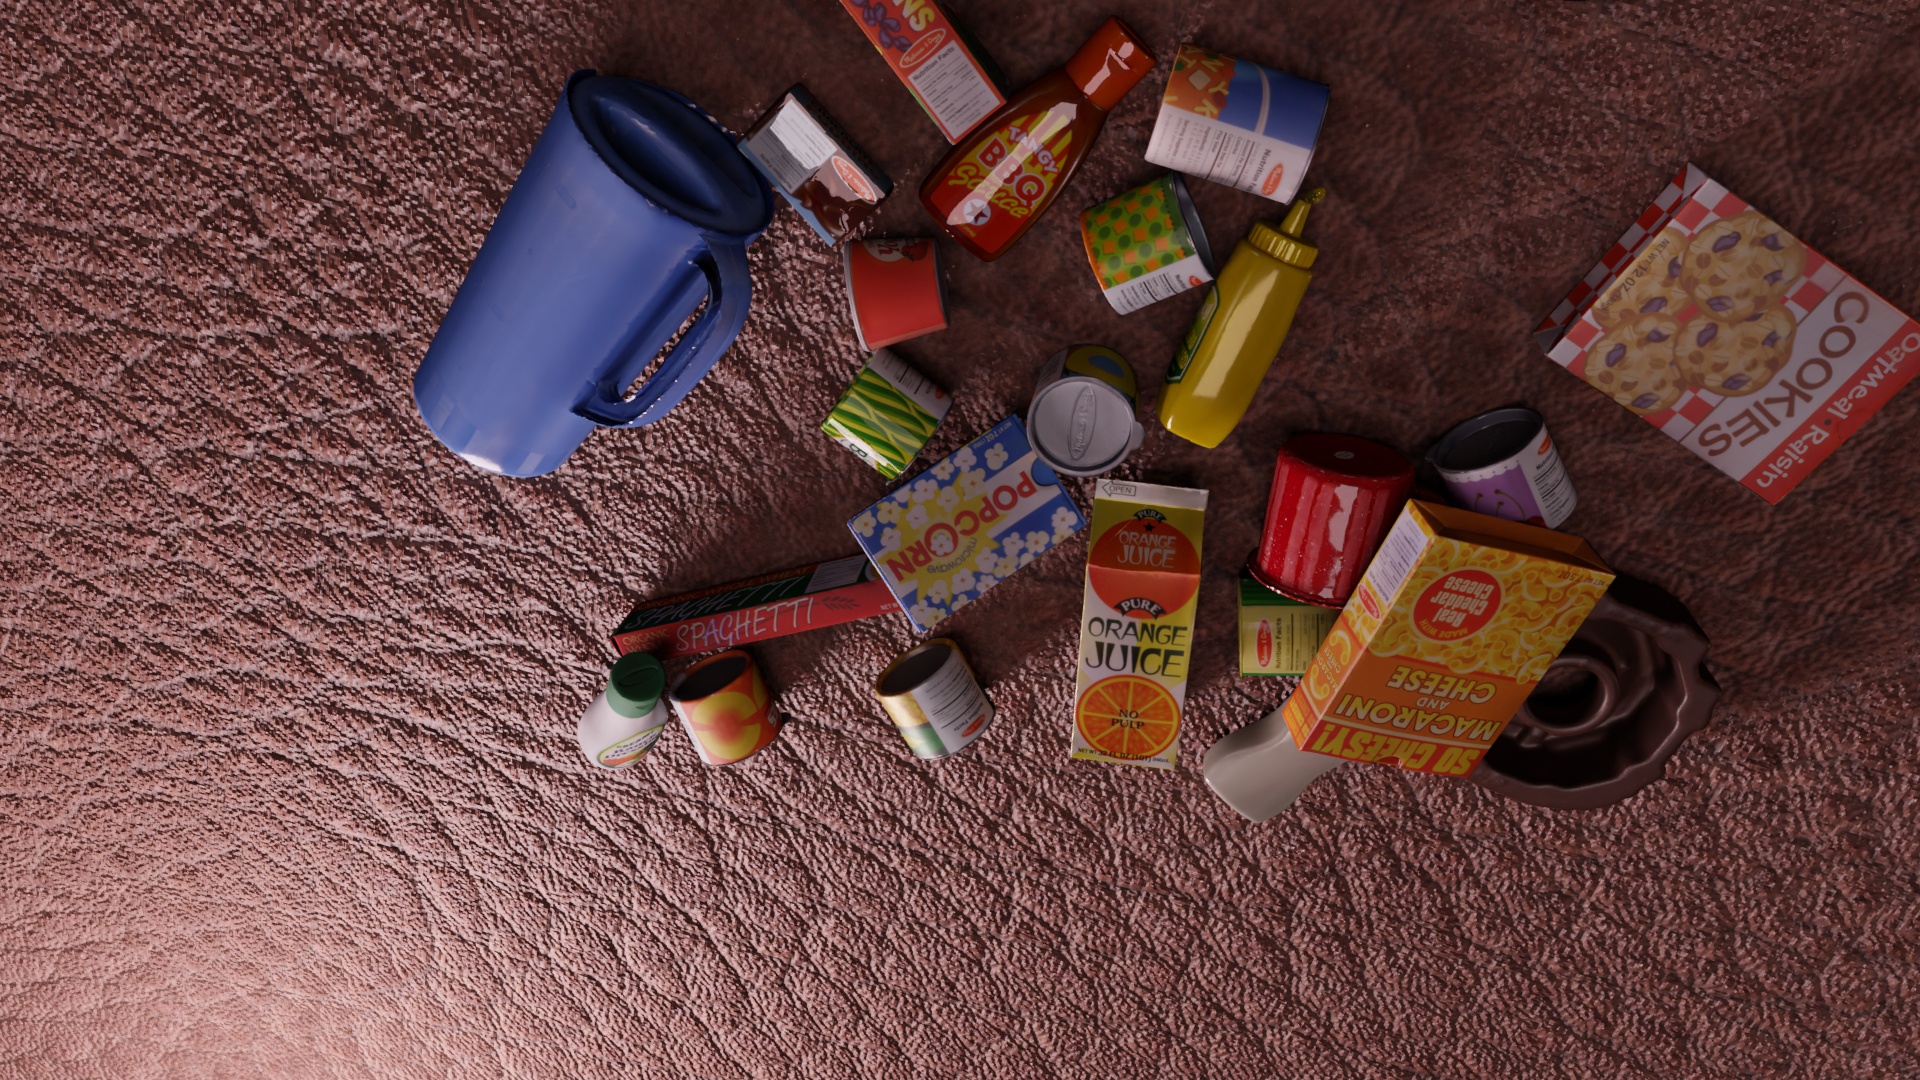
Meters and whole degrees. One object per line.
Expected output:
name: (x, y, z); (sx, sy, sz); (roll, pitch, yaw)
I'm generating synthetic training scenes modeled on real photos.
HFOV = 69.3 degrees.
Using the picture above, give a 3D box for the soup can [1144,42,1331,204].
soup can: (0.151, -0.229, 0.757); (0.084, 0.072, 0.071); (18, 120, 1)

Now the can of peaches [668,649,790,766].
can of peaches: (-0.167, 0.119, 1.001); (0.071, 0.071, 0.058); (-15, 114, 18)

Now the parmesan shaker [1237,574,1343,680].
parmesan shaker: (0.231, 0.057, 0.894); (0.103, 0.072, 0.071); (-1, 118, 10)

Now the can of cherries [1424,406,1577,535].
can of cherries: (0.322, -0.038, 0.829); (0.071, 0.072, 0.058); (-25, 112, 21)

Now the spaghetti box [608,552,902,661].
spaghetti box: (-0.122, 0.042, 0.960); (0.250, 0.050, 0.028); (-13, 114, 17)

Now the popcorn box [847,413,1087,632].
popcorn box: (0.003, -0.011, 0.878); (0.127, 0.038, 0.085); (-33, 92, -1)

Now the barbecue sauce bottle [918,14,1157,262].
barbecue sauce bottle: (0.046, -0.229, 0.787); (0.065, 0.044, 0.148); (40, 117, -16)

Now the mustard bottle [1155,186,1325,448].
mustard bottle: (0.167, -0.134, 0.808); (0.049, 0.065, 0.159); (22, 114, -8)

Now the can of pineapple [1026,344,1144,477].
can of pineapple: (0.078, -0.080, 0.853); (0.071, 0.058, 0.070); (4, 119, 8)

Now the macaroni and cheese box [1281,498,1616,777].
macaroni and cheese box: (0.282, 0.063, 0.817); (0.124, 0.040, 0.165); (11, 123, -17)

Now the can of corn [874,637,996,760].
can of corn: (-0.020, 0.110, 0.970); (0.071, 0.071, 0.058); (-23, 111, 21)

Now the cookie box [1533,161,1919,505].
cookie box: (0.435, -0.112, 0.781); (0.167, 0.040, 0.122); (31, 119, -7)

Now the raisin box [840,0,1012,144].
raisin box: (-0.025, -0.279, 0.748); (0.040, 0.086, 0.123); (-34, 108, 18)

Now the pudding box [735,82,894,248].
pudding box: (-0.086, -0.222, 0.823); (0.049, 0.030, 0.083); (-38, 106, 24)

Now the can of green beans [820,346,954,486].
can of green beans: (-0.046, -0.080, 0.871); (0.058, 0.071, 0.071); (36, 118, -9)

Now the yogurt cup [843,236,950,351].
yogurt cup: (-0.037, -0.151, 0.834); (0.054, 0.073, 0.072); (-8, 116, 6)

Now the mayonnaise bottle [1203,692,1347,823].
mayonnaise bottle: (0.238, 0.132, 0.949); (0.064, 0.041, 0.147); (41, 116, -14)

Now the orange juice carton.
orange juice carton: (0.116, 0.048, 0.906); (0.072, 0.073, 0.191); (6, 119, 7)

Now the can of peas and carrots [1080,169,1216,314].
can of peas and carrots: (0.107, -0.172, 0.795); (0.058, 0.071, 0.070); (-20, 113, 20)

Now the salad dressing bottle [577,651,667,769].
salad dressing bottle: (-0.237, 0.121, 0.988); (0.044, 0.064, 0.147); (61, 152, 15)
